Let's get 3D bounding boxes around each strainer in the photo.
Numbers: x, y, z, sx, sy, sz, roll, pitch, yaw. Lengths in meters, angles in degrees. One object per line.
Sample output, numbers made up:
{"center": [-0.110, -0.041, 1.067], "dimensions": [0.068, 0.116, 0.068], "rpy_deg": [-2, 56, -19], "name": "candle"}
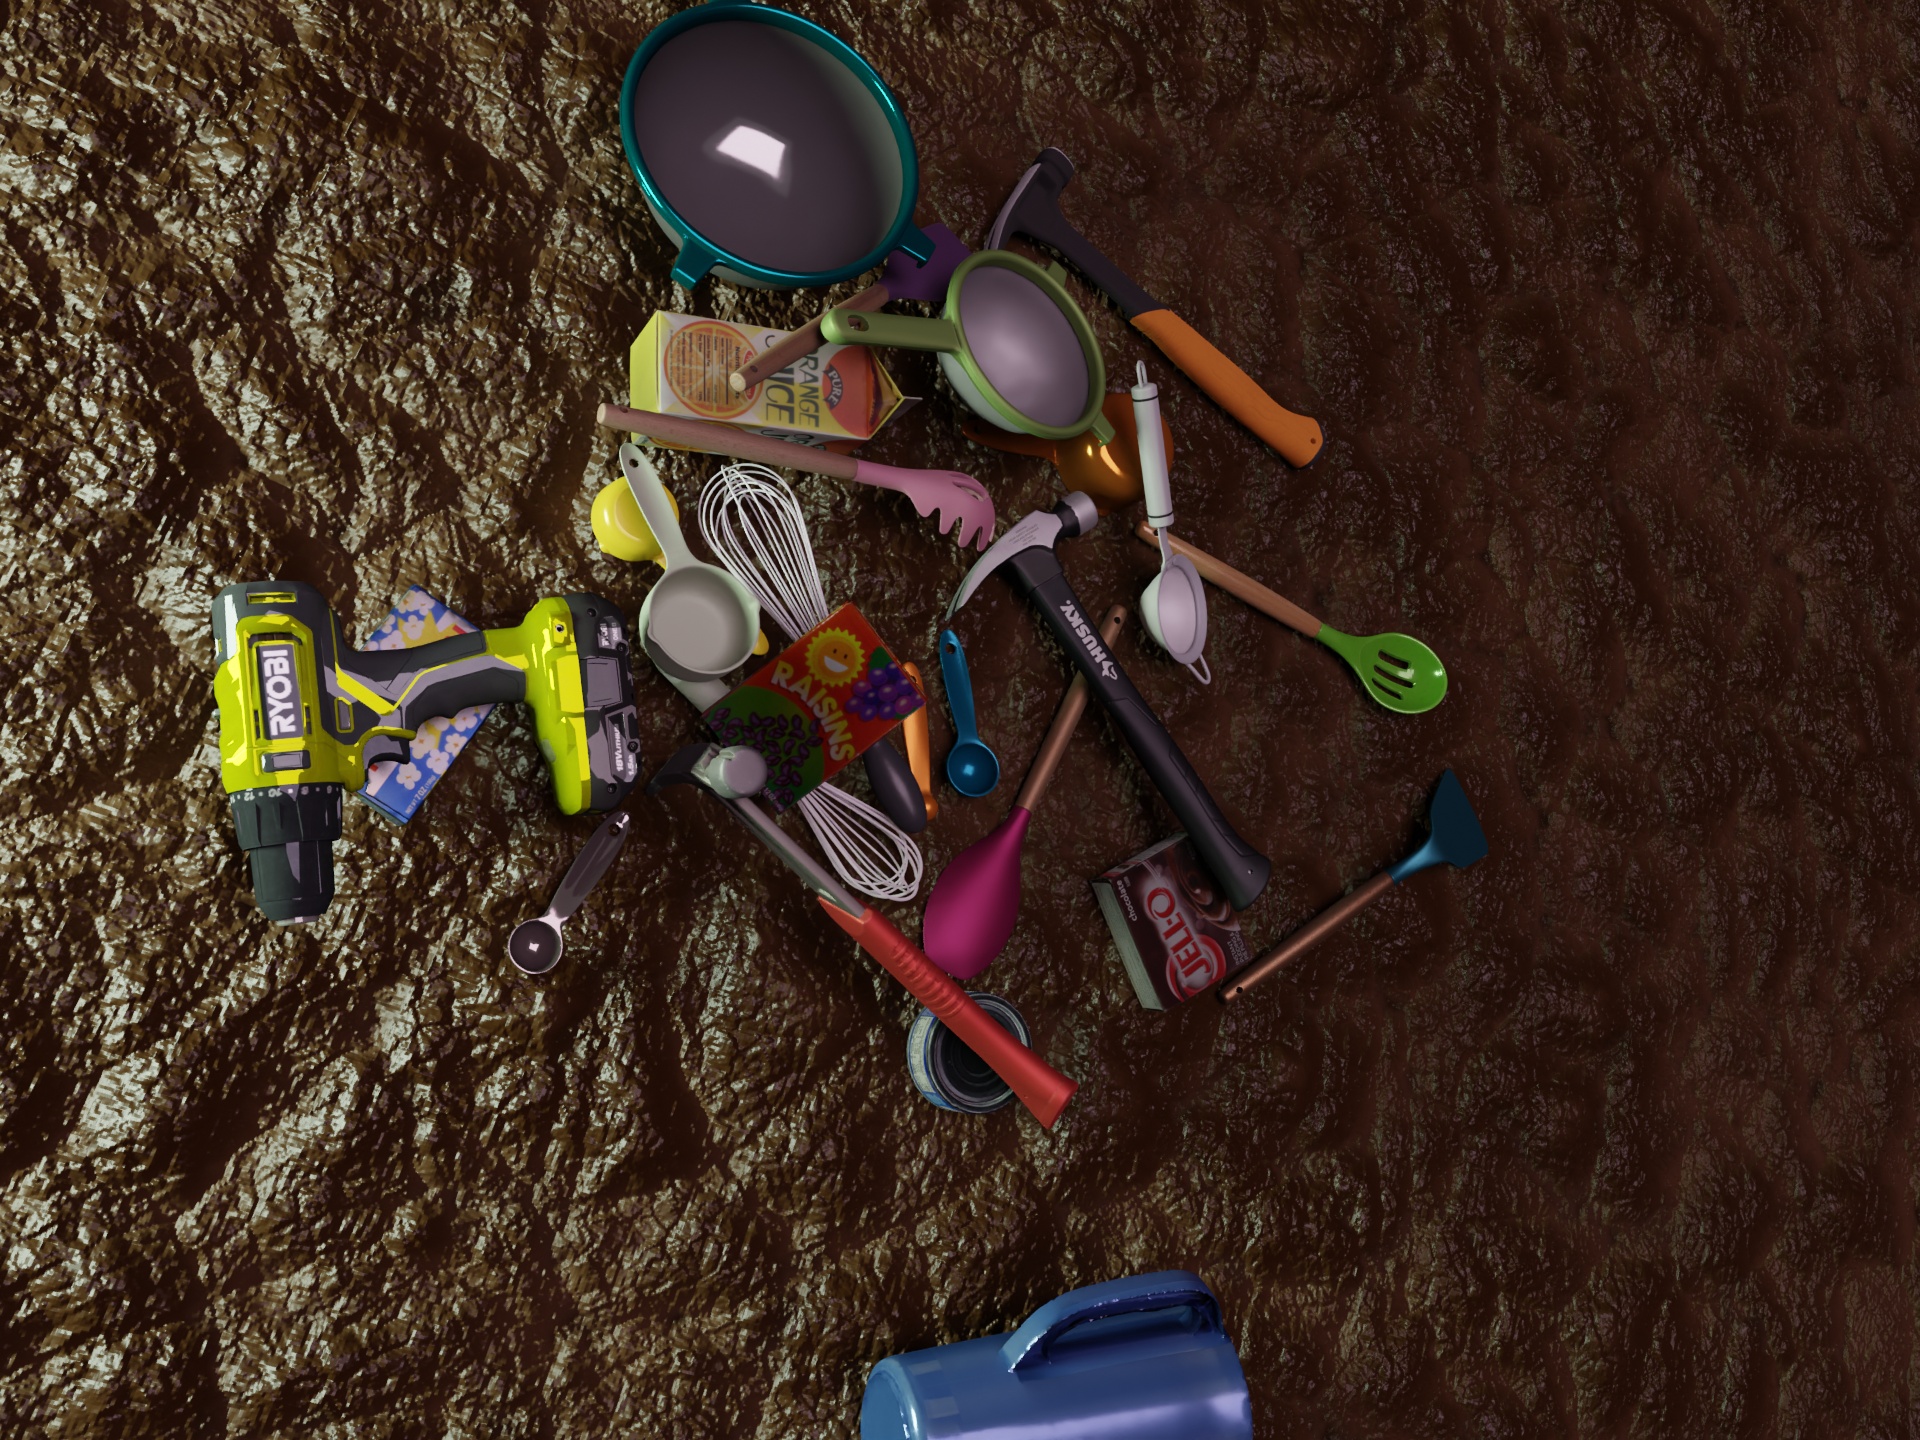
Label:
{"center": [0.153, -0.148, 1.218], "dimensions": [0.087, 0.050, 0.258], "rpy_deg": [-41, 127, -50], "name": "strainer"}
{"center": [-0.161, -0.441, 1.118], "dimensions": [0.211, 0.095, 0.340], "rpy_deg": [-14, 81, -28], "name": "strainer"}
{"center": [-0.007, -0.261, 1.141], "dimensions": [0.256, 0.069, 0.151], "rpy_deg": [-6, 76, -41], "name": "strainer"}

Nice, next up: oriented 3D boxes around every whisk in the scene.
{"center": [-0.095, -0.049, 1.090], "dimensions": [0.070, 0.070, 0.284], "rpy_deg": [-28, 91, -27], "name": "whisk"}
{"center": [-0.117, 0.035, 1.090], "dimensions": [0.246, 0.058, 0.059], "rpy_deg": [45, 31, -10], "name": "whisk"}

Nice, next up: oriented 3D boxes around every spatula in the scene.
{"center": [0.326, 0.145, 1.305], "dimensions": [0.317, 0.044, 0.082], "rpy_deg": [-30, 96, -23], "name": "spatula"}
{"center": [-0.067, -0.289, 1.115], "dimensions": [0.060, 0.018, 0.316], "rpy_deg": [47, 42, -4], "name": "spatula"}

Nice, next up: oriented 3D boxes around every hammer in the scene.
{"center": [0.166, -0.310, 1.290], "dimensions": [0.336, 0.034, 0.127], "rpy_deg": [36, 67, -18], "name": "hammer"}
{"center": [-0.055, 0.146, 1.051], "dimensions": [0.359, 0.149, 0.037], "rpy_deg": [45, 66, -17], "name": "hammer"}
{"center": [0.124, -0.003, 1.191], "dimensions": [0.146, 0.035, 0.335], "rpy_deg": [-33, 88, -24], "name": "hammer"}

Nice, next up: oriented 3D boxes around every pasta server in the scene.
{"center": [-0.101, -0.172, 1.092], "dimensions": [0.316, 0.040, 0.060], "rpy_deg": [7, 43, -34], "name": "pasta server"}

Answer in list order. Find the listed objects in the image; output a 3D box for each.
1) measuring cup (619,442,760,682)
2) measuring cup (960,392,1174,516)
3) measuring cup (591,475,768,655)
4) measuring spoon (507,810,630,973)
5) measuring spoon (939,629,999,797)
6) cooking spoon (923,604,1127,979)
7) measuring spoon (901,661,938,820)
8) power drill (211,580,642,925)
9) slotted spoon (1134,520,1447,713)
{"center": [-0.193, -0.103, 1.052], "dimensions": [0.083, 0.038, 0.167], "rpy_deg": [-21, 83, -32], "name": "measuring cup"}
{"center": [0.087, -0.216, 1.223], "dimensions": [0.173, 0.052, 0.095], "rpy_deg": [6, 79, -28], "name": "measuring cup"}
{"center": [-0.184, -0.103, 1.082], "dimensions": [0.156, 0.029, 0.062], "rpy_deg": [45, 65, -12], "name": "measuring cup"}
{"center": [-0.251, 0.109, 1.027], "dimensions": [0.034, 0.018, 0.124], "rpy_deg": [39, 60, -16], "name": "measuring spoon"}
{"center": [-0.002, -0.004, 1.170], "dimensions": [0.042, 0.021, 0.129], "rpy_deg": [-3, 74, -26], "name": "measuring spoon"}
{"center": [0.057, 0.045, 1.186], "dimensions": [0.068, 0.017, 0.319], "rpy_deg": [32, 69, -14], "name": "cooking spoon"}
{"center": [-0.030, 0.015, 1.151], "dimensions": [0.021, 0.011, 0.117], "rpy_deg": [-4, 84, -27], "name": "measuring spoon"}
{"center": [-0.310, 0.013, 0.931], "dimensions": [0.228, 0.080, 0.190], "rpy_deg": [-6, 85, -26], "name": "power drill"}
{"center": [0.274, -0.089, 1.313], "dimensions": [0.313, 0.031, 0.070], "rpy_deg": [26, 71, -19], "name": "slotted spoon"}
